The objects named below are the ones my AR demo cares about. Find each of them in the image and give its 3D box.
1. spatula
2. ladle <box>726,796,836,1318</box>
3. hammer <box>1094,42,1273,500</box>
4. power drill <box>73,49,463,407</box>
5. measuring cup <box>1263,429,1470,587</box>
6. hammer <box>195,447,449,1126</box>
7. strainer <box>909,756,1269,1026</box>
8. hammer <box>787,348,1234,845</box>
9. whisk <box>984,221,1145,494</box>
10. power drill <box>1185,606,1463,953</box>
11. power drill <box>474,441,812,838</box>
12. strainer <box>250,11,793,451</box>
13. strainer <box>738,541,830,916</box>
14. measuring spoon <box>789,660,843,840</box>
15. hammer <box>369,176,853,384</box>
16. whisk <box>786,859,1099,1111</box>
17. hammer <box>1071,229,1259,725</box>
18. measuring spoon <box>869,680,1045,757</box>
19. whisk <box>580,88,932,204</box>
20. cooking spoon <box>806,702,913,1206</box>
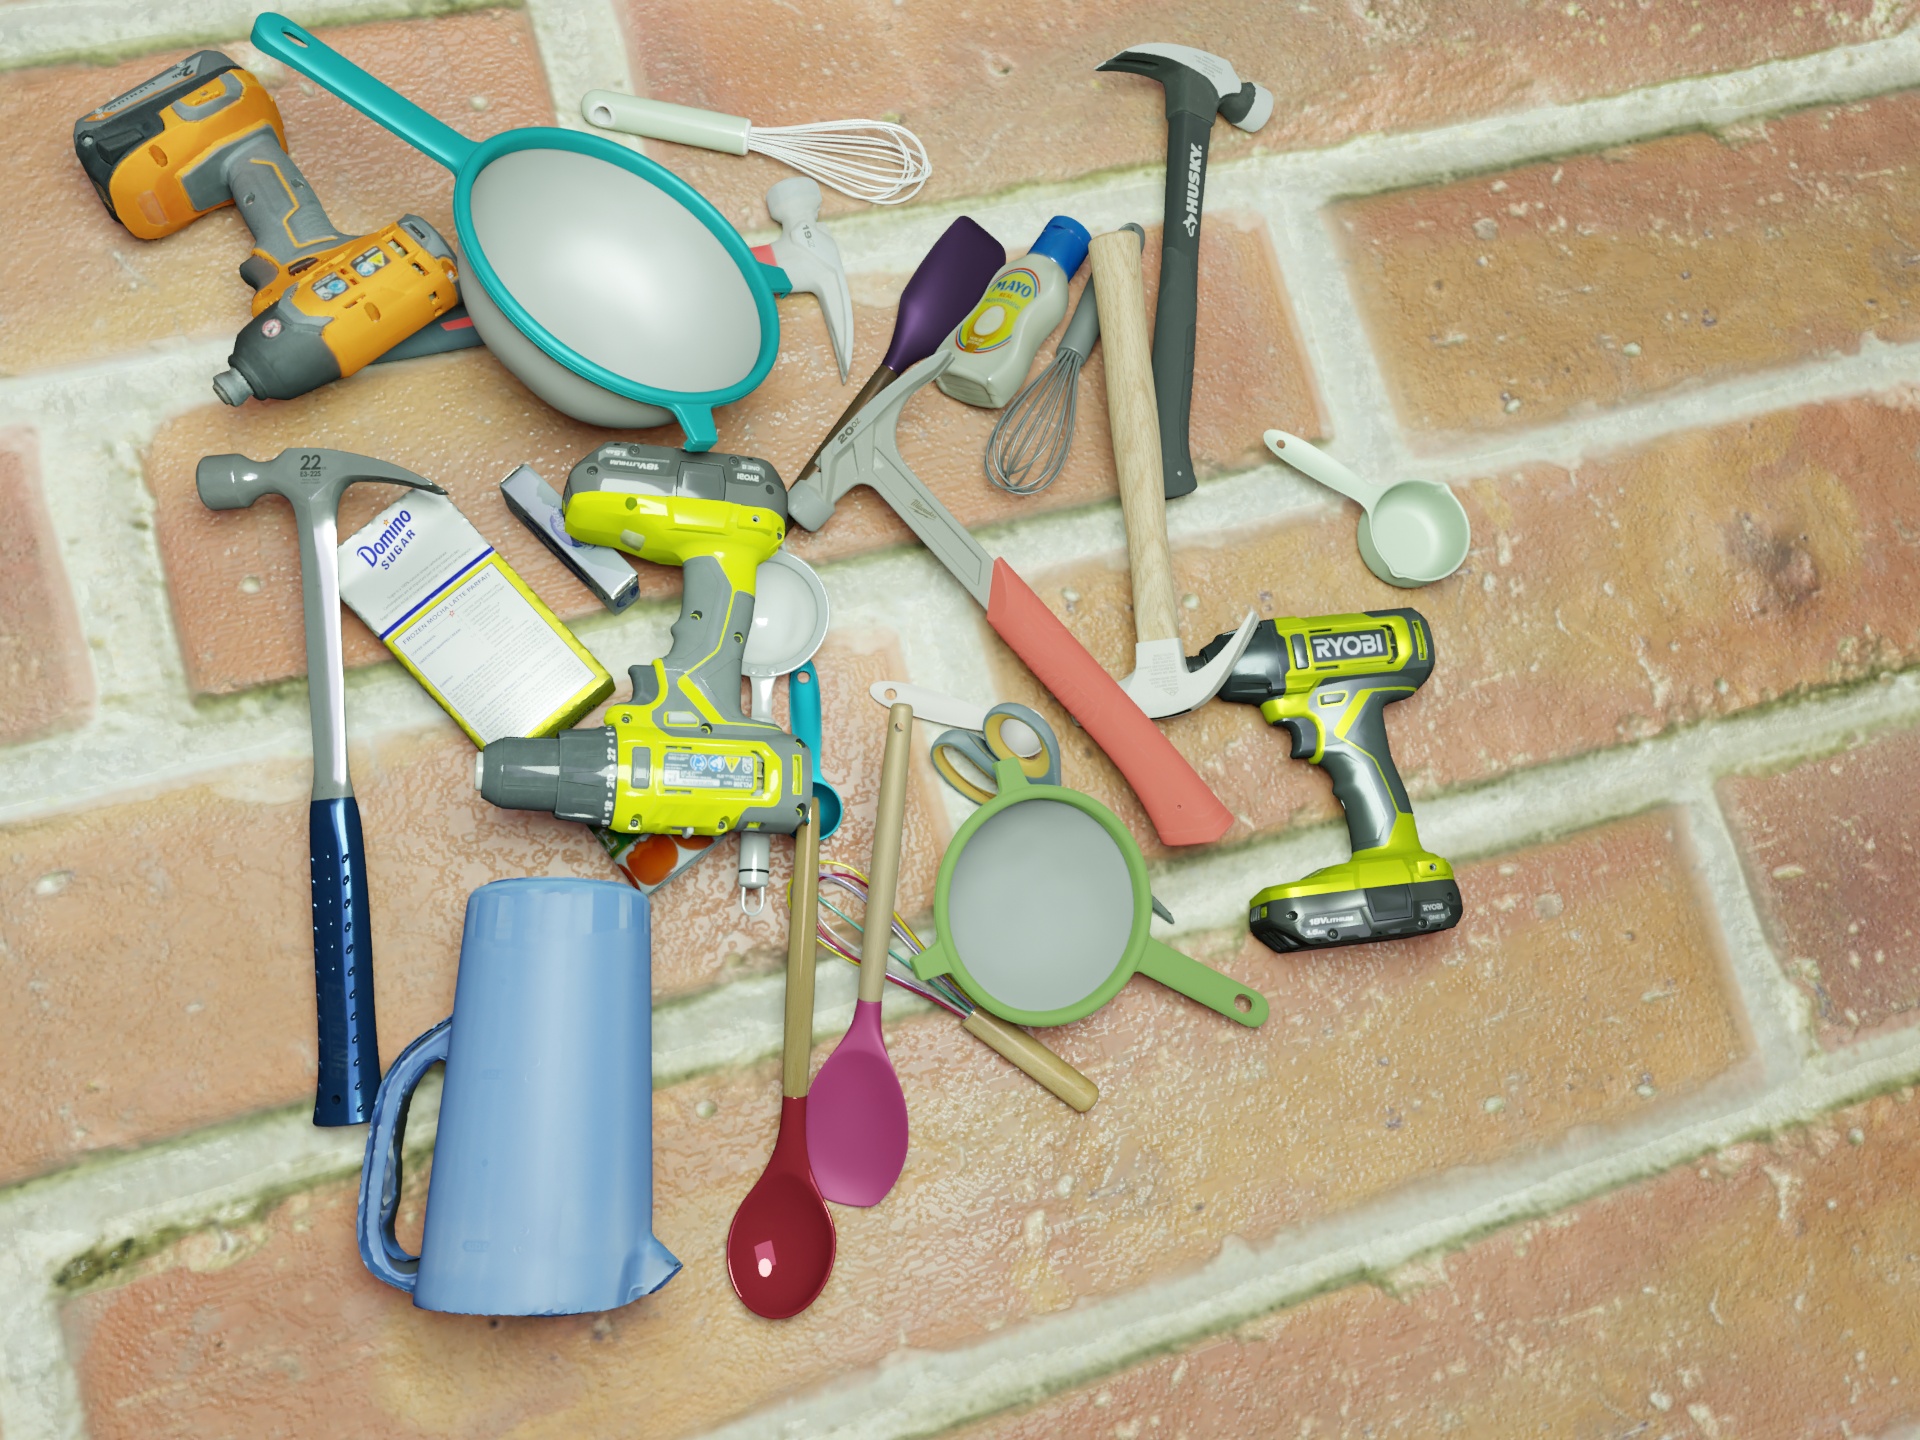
[{"bbox_3d":[-0.062,-0.220,1.097,0.059,0.018,0.316,38,75,-15],"label":"spatula"},{"bbox_3d":[-0.102,0.204,0.977,0.069,0.031,0.315,3,89,10],"label":"ladle"},{"bbox_3d":[0.151,-0.316,1.128,0.146,0.035,0.335,10,81,-34],"label":"hammer"},{"bbox_3d":[-0.441,-0.297,0.987,0.226,0.084,0.164,42,68,12],"label":"power drill"},{"bbox_3d":[0.283,-0.156,1.137,0.167,0.038,0.083,32,76,-1],"label":"measuring cup"},{"bbox_3d":[-0.372,0.036,0.956,0.144,0.035,0.405,-4,87,0],"label":"hammer"},{"bbox_3d":[0.086,0.141,1.038,0.256,0.069,0.151,28,75,-20],"label":"strainer"},{"bbox_3d":[0.053,-0.065,1.035,0.149,0.037,0.359,-43,88,8],"label":"hammer"},{"bbox_3d":[0.080,-0.257,1.116,0.055,0.055,0.239,27,72,-4],"label":"whisk"},{"bbox_3d":[0.244,0.039,1.074,0.171,0.080,0.223,-6,77,-7],"label":"power drill"},{"bbox_3d":[-0.187,-0.044,0.952,0.190,0.080,0.229,4,75,-19],"label":"power drill"},{"bbox_3d":[-0.276,-0.286,0.962,0.340,0.095,0.211,32,44,-18],"label":"strainer"},{"bbox_3d":[-0.129,-0.003,1.022,0.087,0.050,0.258,2,75,-3],"label":"strainer"},{"bbox_3d":[-0.101,0.020,1.048,0.042,0.021,0.129,-1,70,-11],"label":"measuring spoon"},{"bbox_3d":[-0.265,-0.261,1.059,0.386,0.038,0.143,-14,84,-12],"label":"hammer"},{"bbox_3d":[-0.009,0.171,1.020,0.245,0.051,0.047,37,70,-4],"label":"whisk"},{"bbox_3d":[0.123,-0.166,1.070,0.130,0.031,0.331,-7,85,16],"label":"hammer"},{"bbox_3d":[-0.002,-0.003,1.071,0.124,0.018,0.034,16,77,0],"label":"measuring spoon"},{"bbox_3d":[-0.141,-0.406,1.109,0.246,0.057,0.059,9,43,-5],"label":"whisk"},{"bbox_3d":[-0.053,0.147,0.981,0.069,0.017,0.319,8,97,8],"label":"cooking spoon"}]
